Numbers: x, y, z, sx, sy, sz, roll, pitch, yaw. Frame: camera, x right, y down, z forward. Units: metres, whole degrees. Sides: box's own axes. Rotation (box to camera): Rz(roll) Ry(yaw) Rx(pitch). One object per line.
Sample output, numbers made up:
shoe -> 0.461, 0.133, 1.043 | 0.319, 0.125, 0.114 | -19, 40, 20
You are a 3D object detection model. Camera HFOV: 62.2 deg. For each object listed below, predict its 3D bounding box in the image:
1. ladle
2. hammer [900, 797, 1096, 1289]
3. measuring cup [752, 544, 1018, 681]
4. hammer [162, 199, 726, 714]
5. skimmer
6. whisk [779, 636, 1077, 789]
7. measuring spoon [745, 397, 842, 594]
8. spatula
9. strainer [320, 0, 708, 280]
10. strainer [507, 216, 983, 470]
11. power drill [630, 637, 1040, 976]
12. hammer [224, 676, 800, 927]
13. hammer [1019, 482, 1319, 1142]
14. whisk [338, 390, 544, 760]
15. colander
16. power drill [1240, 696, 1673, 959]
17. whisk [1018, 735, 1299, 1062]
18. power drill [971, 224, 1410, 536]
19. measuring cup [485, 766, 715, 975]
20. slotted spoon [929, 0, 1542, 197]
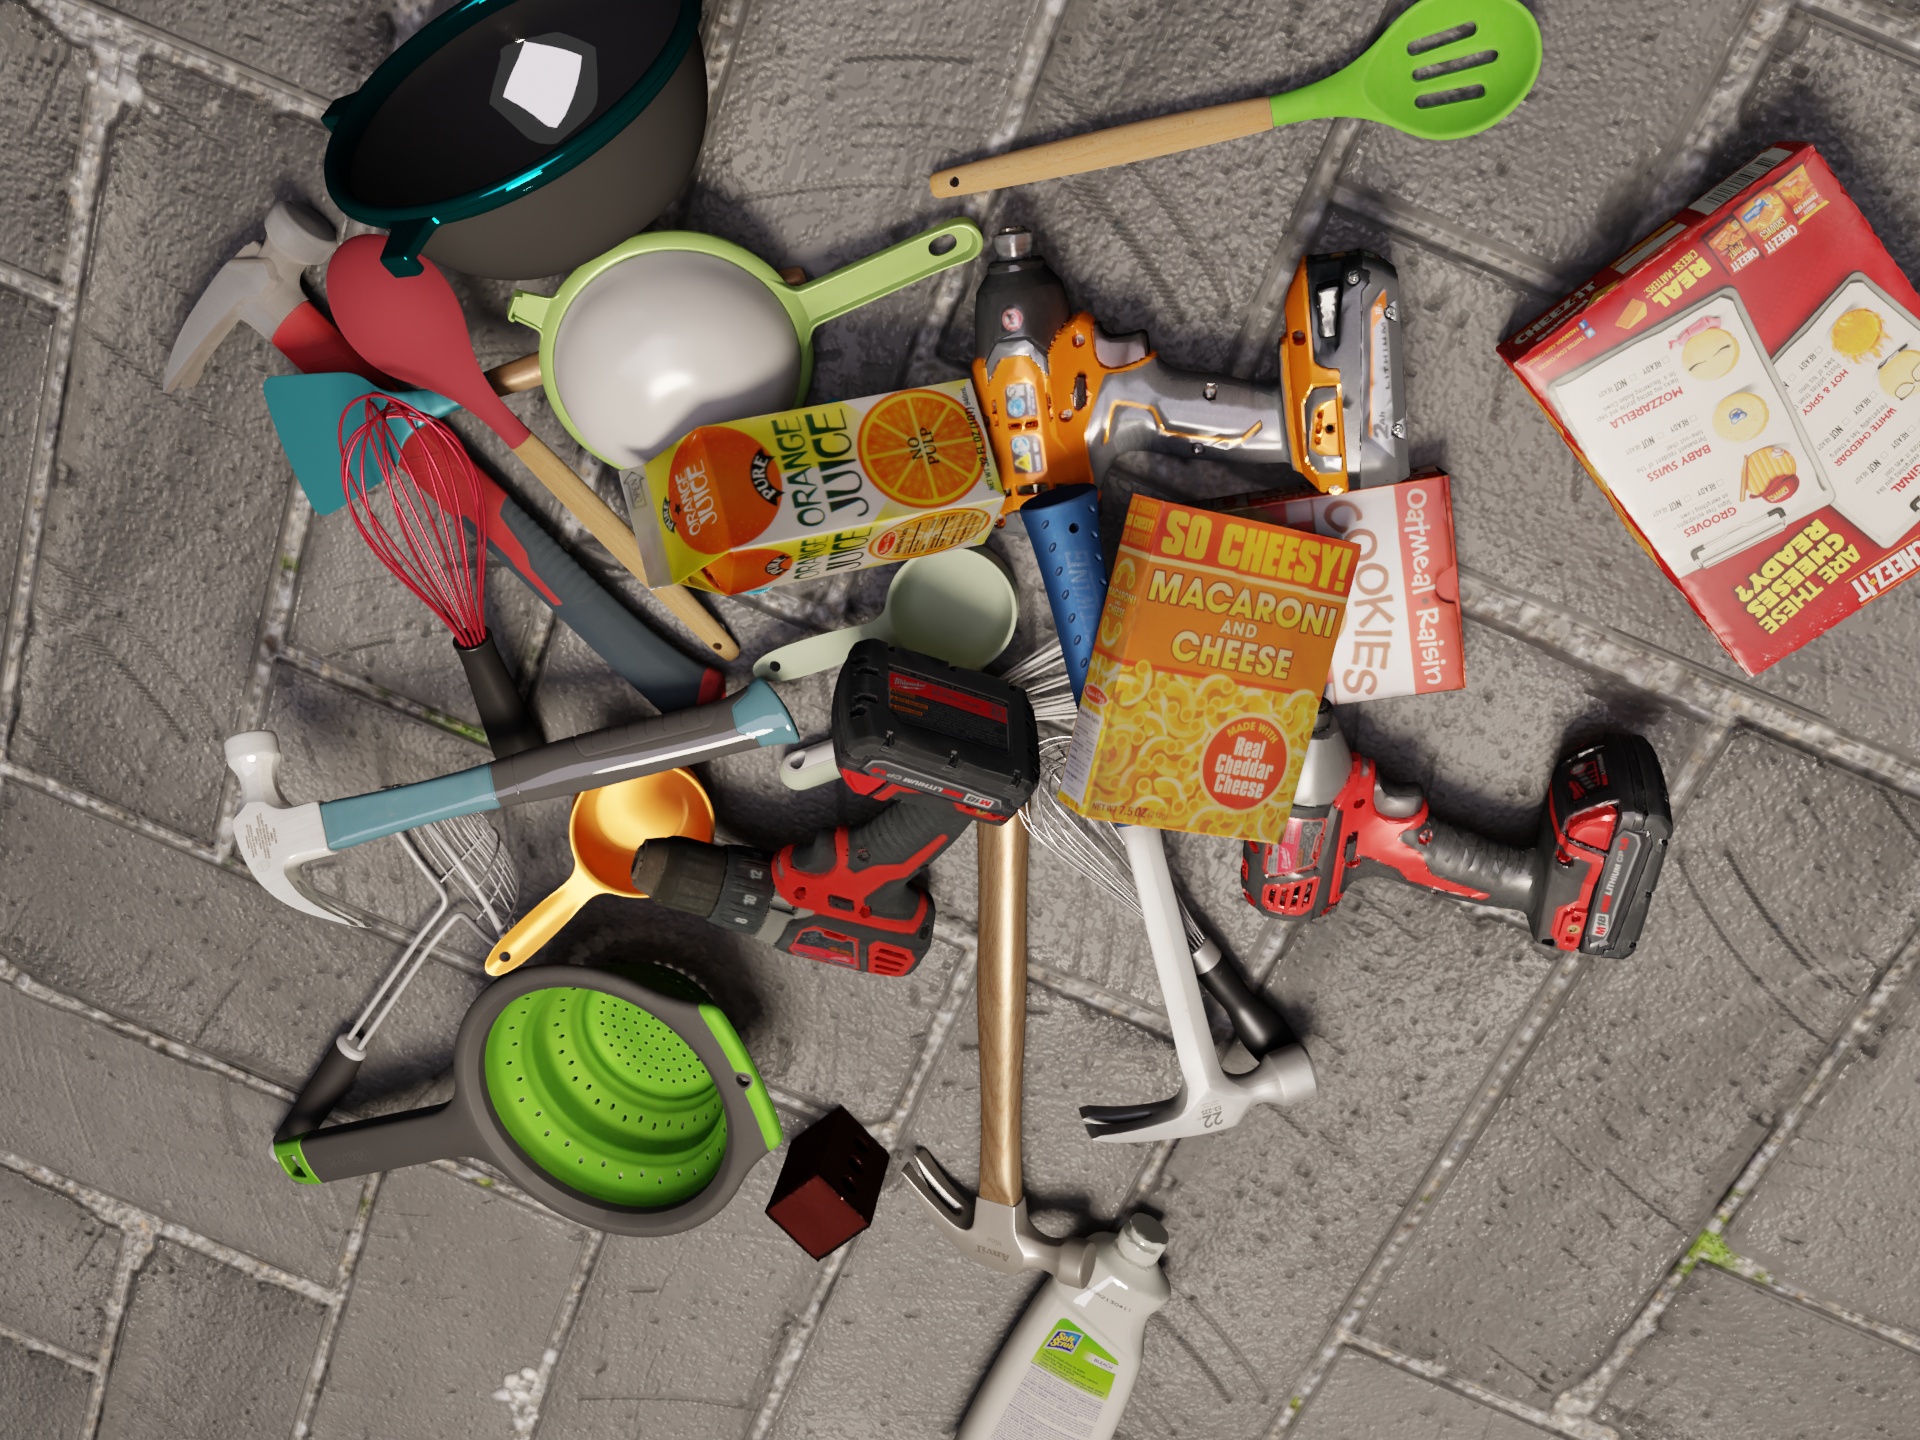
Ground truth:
ladle -> -0.229, -0.139, 0.894 | 0.069, 0.031, 0.315 | -28, 124, 22
hammer -> 0.024, 0.202, 1.016 | 0.130, 0.031, 0.331 | 7, 107, 25
measuring cup -> -0.044, -0.056, 0.942 | 0.167, 0.038, 0.083 | -17, 106, 17
hammer -> -0.298, -0.120, 0.959 | 0.386, 0.038, 0.143 | 45, 112, -8
skimmer -> -0.401, 0.186, 1.058 | 0.127, 0.090, 0.363 | 44, 113, 13
whisk -> -0.002, -0.003, 0.950 | 0.246, 0.058, 0.059 | -19, 136, 19
measuring spoon -> -0.101, -0.133, 0.937 | 0.042, 0.021, 0.128 | 30, 103, -6
spatula -> -0.238, -0.201, 0.899 | 0.317, 0.044, 0.082 | -19, 104, 0
strainer -> -0.157, -0.330, 0.823 | 0.340, 0.211, 0.095 | -32, 139, -2
strainer -> -0.103, -0.202, 0.859 | 0.256, 0.069, 0.151 | -22, 131, 6
power drill -> -0.074, 0.059, 0.920 | 0.187, 0.080, 0.226 | 17, 133, -19
hammer -> -0.260, 0.033, 0.935 | 0.331, 0.033, 0.128 | -14, 81, -1
hammer -> 0.097, 0.067, 0.899 | 0.144, 0.035, 0.405 | -18, 111, -4
whisk -> -0.289, -0.062, 0.925 | 0.073, 0.073, 0.295 | 1, 134, 9
colander -> -0.288, 0.246, 1.066 | 0.397, 0.094, 0.204 | -16, 108, 22
power drill -> 0.273, 0.056, 0.900 | 0.219, 0.079, 0.143 | 6, 125, 10
whisk -> 0.127, 0.119, 0.968 | 0.070, 0.070, 0.284 | -34, 106, 19
power drill -> 0.117, -0.189, 0.844 | 0.226, 0.084, 0.164 | -4, 109, 15
measuring cup -> -0.230, 0.090, 0.991 | 0.173, 0.052, 0.095 | -43, 108, 1
slotted spoon -> 0.135, -0.312, 0.825 | 0.314, 0.031, 0.070 | -8, 108, 14
